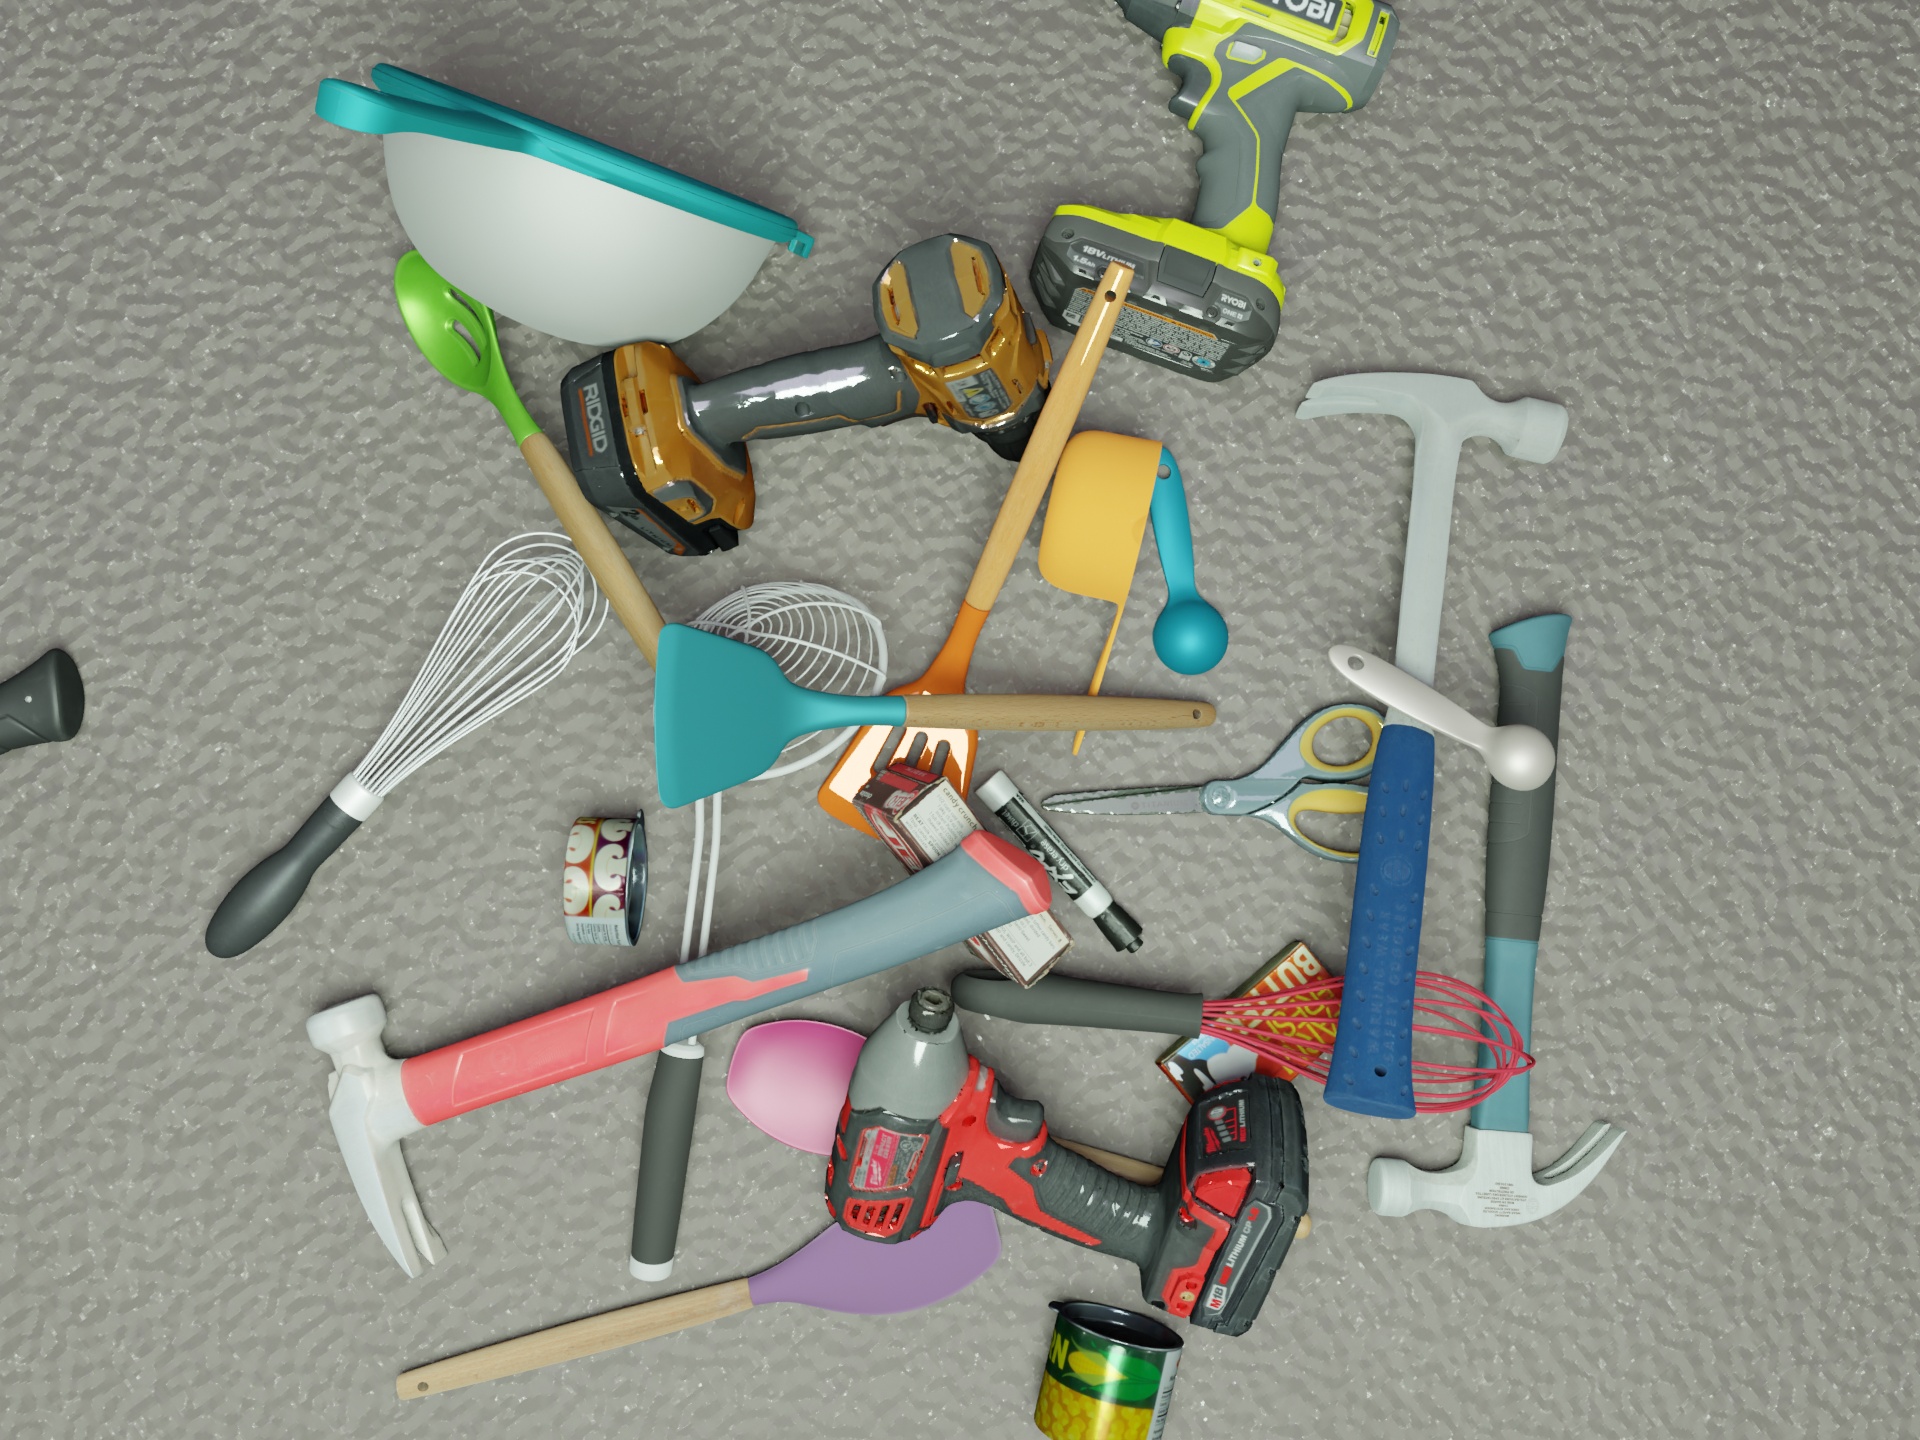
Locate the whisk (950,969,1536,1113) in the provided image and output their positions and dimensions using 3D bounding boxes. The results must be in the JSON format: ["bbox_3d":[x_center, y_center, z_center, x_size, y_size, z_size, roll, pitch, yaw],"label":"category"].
[{"bbox_3d":[0.141,0.153,0.810,0.296,0.073,0.073,6,85,5],"label":"whisk"}]

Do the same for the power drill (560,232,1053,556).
[{"bbox_3d":[-0.062,-0.154,0.810,0.226,0.185,0.084,-16,75,13],"label":"power drill"}]

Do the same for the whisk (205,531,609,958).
[{"bbox_3d":[-0.291,0.015,0.824,0.070,0.070,0.284,43,89,1],"label":"whisk"}]

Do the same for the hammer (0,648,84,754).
[{"bbox_3d":[-0.606,0.057,0.810,0.335,0.035,0.146,-30,88,-6],"label":"hammer"}]

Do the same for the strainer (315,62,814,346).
[{"bbox_3d":[-0.204,-0.226,0.730,0.211,0.340,0.095,22,107,3],"label":"strainer"}]

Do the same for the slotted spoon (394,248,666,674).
[{"bbox_3d":[-0.205,-0.121,0.807,0.031,0.070,0.314,-19,67,-39],"label":"slotted spoon"}]

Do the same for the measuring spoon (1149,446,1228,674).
[{"bbox_3d":[0.120,-0.089,0.871,0.042,0.021,0.128,-9,87,-4],"label":"measuring spoon"}]

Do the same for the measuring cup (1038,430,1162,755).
[{"bbox_3d":[0.062,-0.069,0.847,0.052,0.095,0.173,15,103,3],"label":"measuring cup"}]

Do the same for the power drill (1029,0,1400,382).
[{"bbox_3d":[0.126,-0.315,0.867,0.171,0.080,0.223,19,80,-2],"label":"power drill"}]

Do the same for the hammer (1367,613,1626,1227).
[{"bbox_3d":[0.298,0.104,0.860,0.128,0.033,0.331,6,85,-2],"label":"hammer"}]

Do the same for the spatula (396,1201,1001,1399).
[{"bbox_3d":[-0.133,0.305,0.824,0.316,0.018,0.060,-13,96,-5],"label":"spatula"}]

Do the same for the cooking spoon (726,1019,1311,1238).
[{"bbox_3d":[0.032,0.224,0.841,0.319,0.017,0.069,17,92,-1],"label":"cooking spoon"}]

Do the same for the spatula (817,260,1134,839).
[{"bbox_3d":[0.017,-0.076,0.805,0.081,0.041,0.322,23,116,-1],"label":"spatula"}]

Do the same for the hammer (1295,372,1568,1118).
[{"bbox_3d":[0.224,-0.005,0.814,0.144,0.035,0.406,13,68,-1],"label":"hammer"}]

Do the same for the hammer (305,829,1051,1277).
[{"bbox_3d":[-0.133,0.152,0.770,0.386,0.038,0.143,-20,89,14],"label":"hammer"}]

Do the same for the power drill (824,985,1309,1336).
[{"bbox_3d":[0.050,0.209,0.775,0.219,0.079,0.143,14,119,0],"label":"power drill"}]

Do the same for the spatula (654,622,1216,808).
[{"bbox_3d":[-0.001,-0.003,0.784,0.317,0.044,0.082,0,90,-26],"label":"spatula"}]

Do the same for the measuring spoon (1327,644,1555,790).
[{"bbox_3d":[0.239,-0.006,0.787,0.124,0.018,0.034,30,70,7],"label":"measuring spoon"}]

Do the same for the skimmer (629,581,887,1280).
[{"bbox_3d":[-0.119,0.107,0.831,0.127,0.090,0.363,11,96,26],"label":"skimmer"}]
